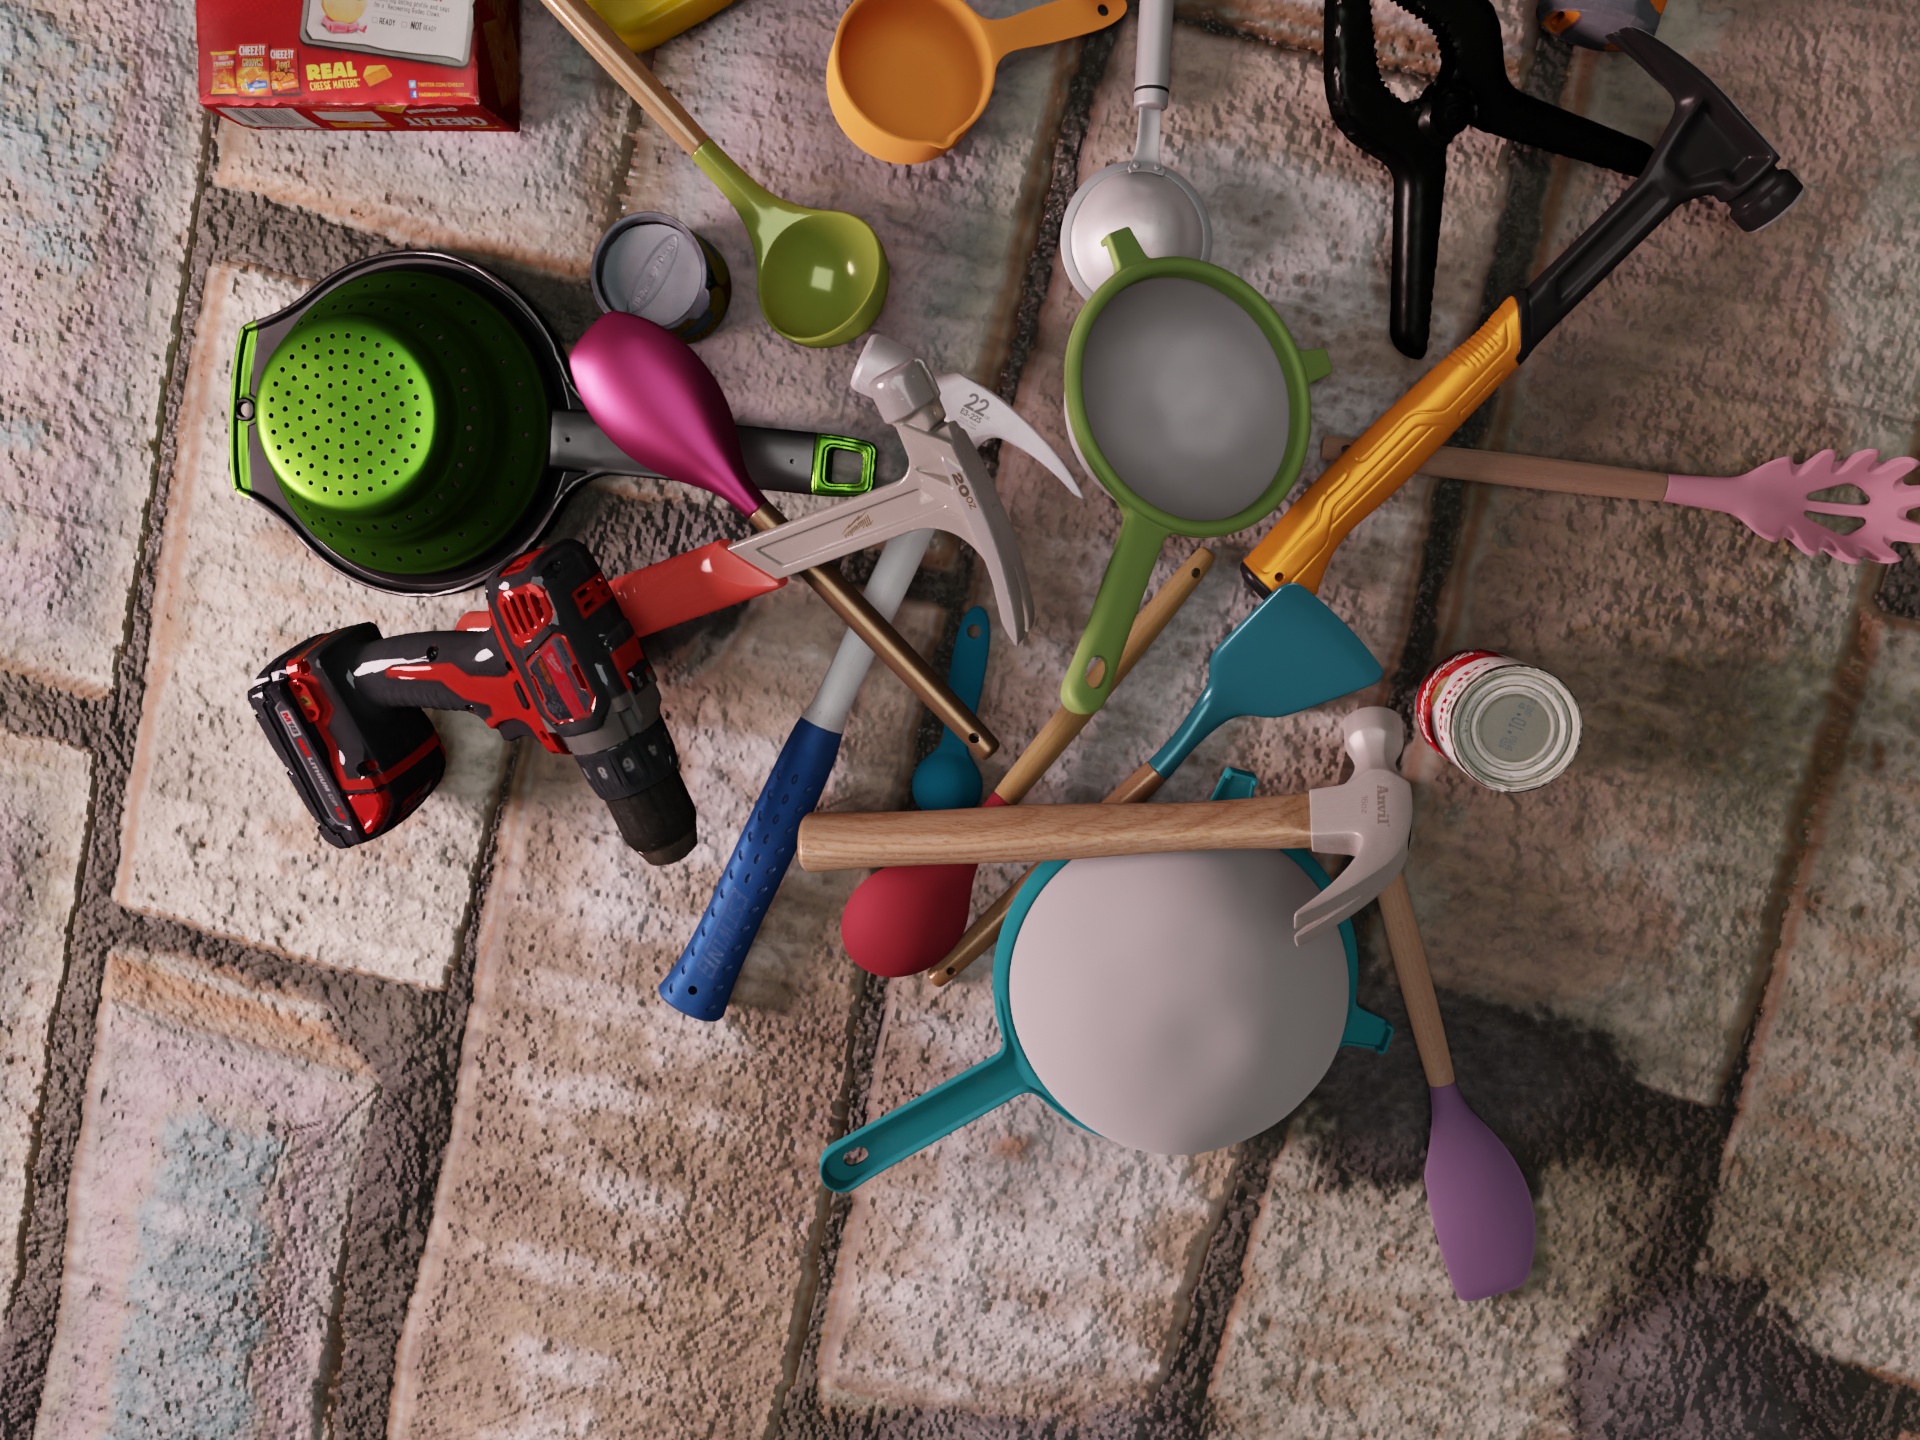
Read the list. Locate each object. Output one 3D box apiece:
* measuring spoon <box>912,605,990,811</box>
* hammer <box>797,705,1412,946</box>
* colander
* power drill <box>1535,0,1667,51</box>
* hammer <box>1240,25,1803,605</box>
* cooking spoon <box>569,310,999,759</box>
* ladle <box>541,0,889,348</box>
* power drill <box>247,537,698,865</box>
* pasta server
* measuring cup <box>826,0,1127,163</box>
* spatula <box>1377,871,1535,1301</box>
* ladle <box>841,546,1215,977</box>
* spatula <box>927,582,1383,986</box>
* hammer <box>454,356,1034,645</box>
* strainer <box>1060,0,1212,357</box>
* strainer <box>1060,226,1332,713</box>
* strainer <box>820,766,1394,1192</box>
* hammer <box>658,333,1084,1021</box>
[{"bbox_3d":[-0.001,-0.003,0.926,0.042,0.021,0.128,10,97,5],"label":"measuring spoon"},{"bbox_3d":[0.071,0.061,0.854,0.331,0.130,0.031,-4,141,14],"label":"hammer"},{"bbox_3d":[-0.248,-0.162,0.900,0.397,0.094,0.204,6,97,6],"label":"colander"},{"bbox_3d":[0.275,-0.459,0.818,0.226,0.084,0.164,18,98,0],"label":"power drill"},{"bbox_3d":[0.270,-0.195,0.838,0.127,0.034,0.337,41,103,-10],"label":"hammer"},{"bbox_3d":[-0.092,-0.096,0.868,0.068,0.017,0.319,-43,93,14],"label":"cooking spoon"},{"bbox_3d":[-0.161,-0.332,0.861,0.078,0.062,0.320,-43,103,9],"label":"ladle"},{"bbox_3d":[-0.264,0.010,0.895,0.227,0.080,0.187,-13,111,24],"label":"power drill"},{"bbox_3d":[0.356,-0.131,0.864,0.316,0.040,0.060,8,96,7],"label":"pasta server"},{"bbox_3d":[0.008,-0.365,0.878,0.173,0.052,0.095,-22,95,-15],"label":"measuring cup"},{"bbox_3d":[0.274,0.184,0.918,0.060,0.018,0.316,-17,95,-1],"label":"spatula"},{"bbox_3d":[0.042,0.026,0.914,0.069,0.031,0.315,38,93,-16],"label":"ladle"},{"bbox_3d":[0.095,0.049,0.910,0.082,0.044,0.317,41,101,-20],"label":"spatula"},{"bbox_3d":[-0.138,-0.067,0.869,0.359,0.037,0.149,-16,108,28],"label":"hammer"},{"bbox_3d":[0.103,-0.333,0.871,0.087,0.050,0.258,2,93,-10],"label":"strainer"},{"bbox_3d":[0.093,-0.120,0.853,0.151,0.069,0.256,25,77,-20],"label":"strainer"},{"bbox_3d":[0.070,0.189,0.880,0.340,0.095,0.211,-30,102,3],"label":"strainer"},{"bbox_3d":[-0.070,-0.004,0.915,0.144,0.035,0.405,25,102,-3],"label":"hammer"}]
